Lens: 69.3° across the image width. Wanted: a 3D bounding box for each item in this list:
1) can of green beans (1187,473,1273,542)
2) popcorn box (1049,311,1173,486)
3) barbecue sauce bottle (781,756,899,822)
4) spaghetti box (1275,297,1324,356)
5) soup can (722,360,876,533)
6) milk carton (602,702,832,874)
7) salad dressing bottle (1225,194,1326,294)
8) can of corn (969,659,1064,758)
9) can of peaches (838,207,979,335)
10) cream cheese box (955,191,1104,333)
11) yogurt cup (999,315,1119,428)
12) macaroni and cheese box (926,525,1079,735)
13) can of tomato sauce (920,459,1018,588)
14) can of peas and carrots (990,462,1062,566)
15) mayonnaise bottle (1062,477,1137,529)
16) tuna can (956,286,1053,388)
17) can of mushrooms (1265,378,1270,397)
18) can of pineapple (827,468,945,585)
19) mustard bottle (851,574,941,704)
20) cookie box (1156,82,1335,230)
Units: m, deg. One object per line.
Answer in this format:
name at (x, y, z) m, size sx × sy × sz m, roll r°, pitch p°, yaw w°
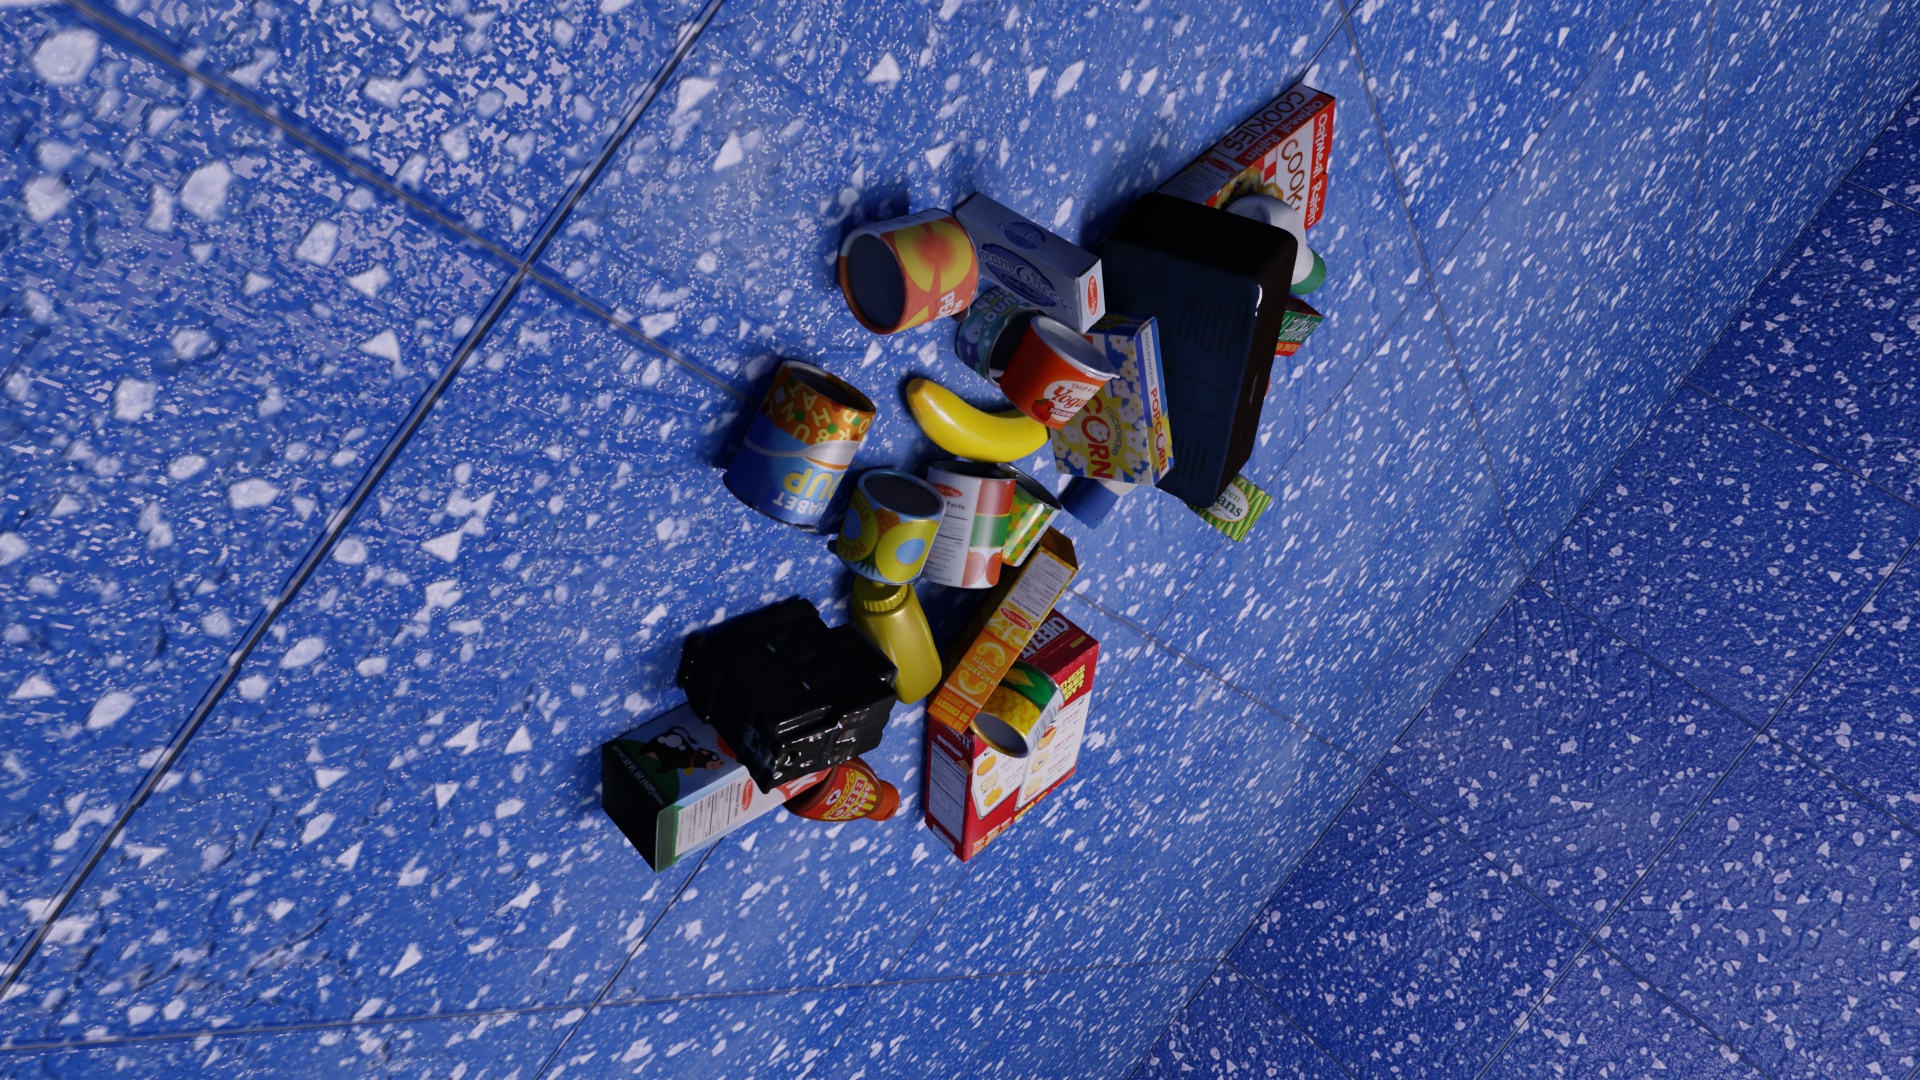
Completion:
can of green beans at (0.271, -0.039, 1.397) m, size 0.057 × 0.071 × 0.071 m, roll -55°, pitch 151°, yaw 8°
popcorn box at (0.107, -0.106, 1.029) m, size 0.038 × 0.085 × 0.126 m, roll -45°, pitch 134°, yaw -42°
barbecue sauce bottle at (-0.099, 0.214, 1.193) m, size 0.065 × 0.044 × 0.148 m, roll -52°, pitch 151°, yaw 0°
spaghetti box at (0.261, -0.188, 1.205) m, size 0.050 × 0.029 × 0.251 m, roll -52°, pitch 162°, yaw 23°
soup can at (-0.097, -0.058, 0.856) m, size 0.071 × 0.071 × 0.083 m, roll 4°, pitch 120°, yaw -56°
milk carton at (-0.159, 0.153, 1.011) m, size 0.191 × 0.072 × 0.073 m, roll -25°, pitch 142°, yaw -36°
salad dressing bottle at (0.249, -0.227, 1.092) m, size 0.064 × 0.044 × 0.148 m, roll -58°, pitch 151°, yaw 13°
can of corn at (0.044, 0.143, 1.190) m, size 0.058 × 0.071 × 0.070 m, roll -53°, pitch 155°, yaw -30°
can of peaches at (-0.031, -0.159, 0.834) m, size 0.058 × 0.071 × 0.070 m, roll -24°, pitch 141°, yaw -38°
cream cheese box at (0.044, -0.177, 0.884) m, size 0.024 × 0.104 × 0.053 m, roll -45°, pitch 152°, yaw -19°
yogurt cup at (0.063, -0.114, 0.955) m, size 0.072 × 0.072 × 0.053 m, roll 0°, pitch 132°, yaw -54°
macaroni and cheese box at (0.033, 0.068, 1.157) m, size 0.166 × 0.040 × 0.124 m, roll -55°, pitch -176°, yaw 10°
can of tomato sauce at (0.004, -0.013, 1.028) m, size 0.071 × 0.071 × 0.083 m, roll -5°, pitch 108°, yaw -52°
can of peas and carrots at (0.034, -0.023, 1.087) m, size 0.058 × 0.071 × 0.071 m, roll -54°, pitch 151°, yaw 13°
mayonnaise bottle at (0.146, -0.078, 1.205) m, size 0.148 × 0.041 × 0.064 m, roll -53°, pitch 150°, yaw 6°
tuna can at (0.031, -0.145, 0.974) m, size 0.071 × 0.033 × 0.070 m, roll -35°, pitch 147°, yaw -26°
can of mushrooms at (0.258, -0.139, 1.298) m, size 0.071 × 0.033 × 0.070 m, roll -34°, pitch 146°, yaw -26°
can of pineapple at (-0.051, -0.010, 0.981) m, size 0.071 × 0.071 × 0.057 m, roll -13°, pitch 134°, yaw -47°
mustard bottle at (-0.053, 0.062, 1.064) m, size 0.049 × 0.065 × 0.159 m, roll -35°, pitch 144°, yaw -18°
cookie box at (0.226, -0.266, 1.101) m, size 0.168 × 0.040 × 0.122 m, roll -40°, pitch 149°, yaw -19°
